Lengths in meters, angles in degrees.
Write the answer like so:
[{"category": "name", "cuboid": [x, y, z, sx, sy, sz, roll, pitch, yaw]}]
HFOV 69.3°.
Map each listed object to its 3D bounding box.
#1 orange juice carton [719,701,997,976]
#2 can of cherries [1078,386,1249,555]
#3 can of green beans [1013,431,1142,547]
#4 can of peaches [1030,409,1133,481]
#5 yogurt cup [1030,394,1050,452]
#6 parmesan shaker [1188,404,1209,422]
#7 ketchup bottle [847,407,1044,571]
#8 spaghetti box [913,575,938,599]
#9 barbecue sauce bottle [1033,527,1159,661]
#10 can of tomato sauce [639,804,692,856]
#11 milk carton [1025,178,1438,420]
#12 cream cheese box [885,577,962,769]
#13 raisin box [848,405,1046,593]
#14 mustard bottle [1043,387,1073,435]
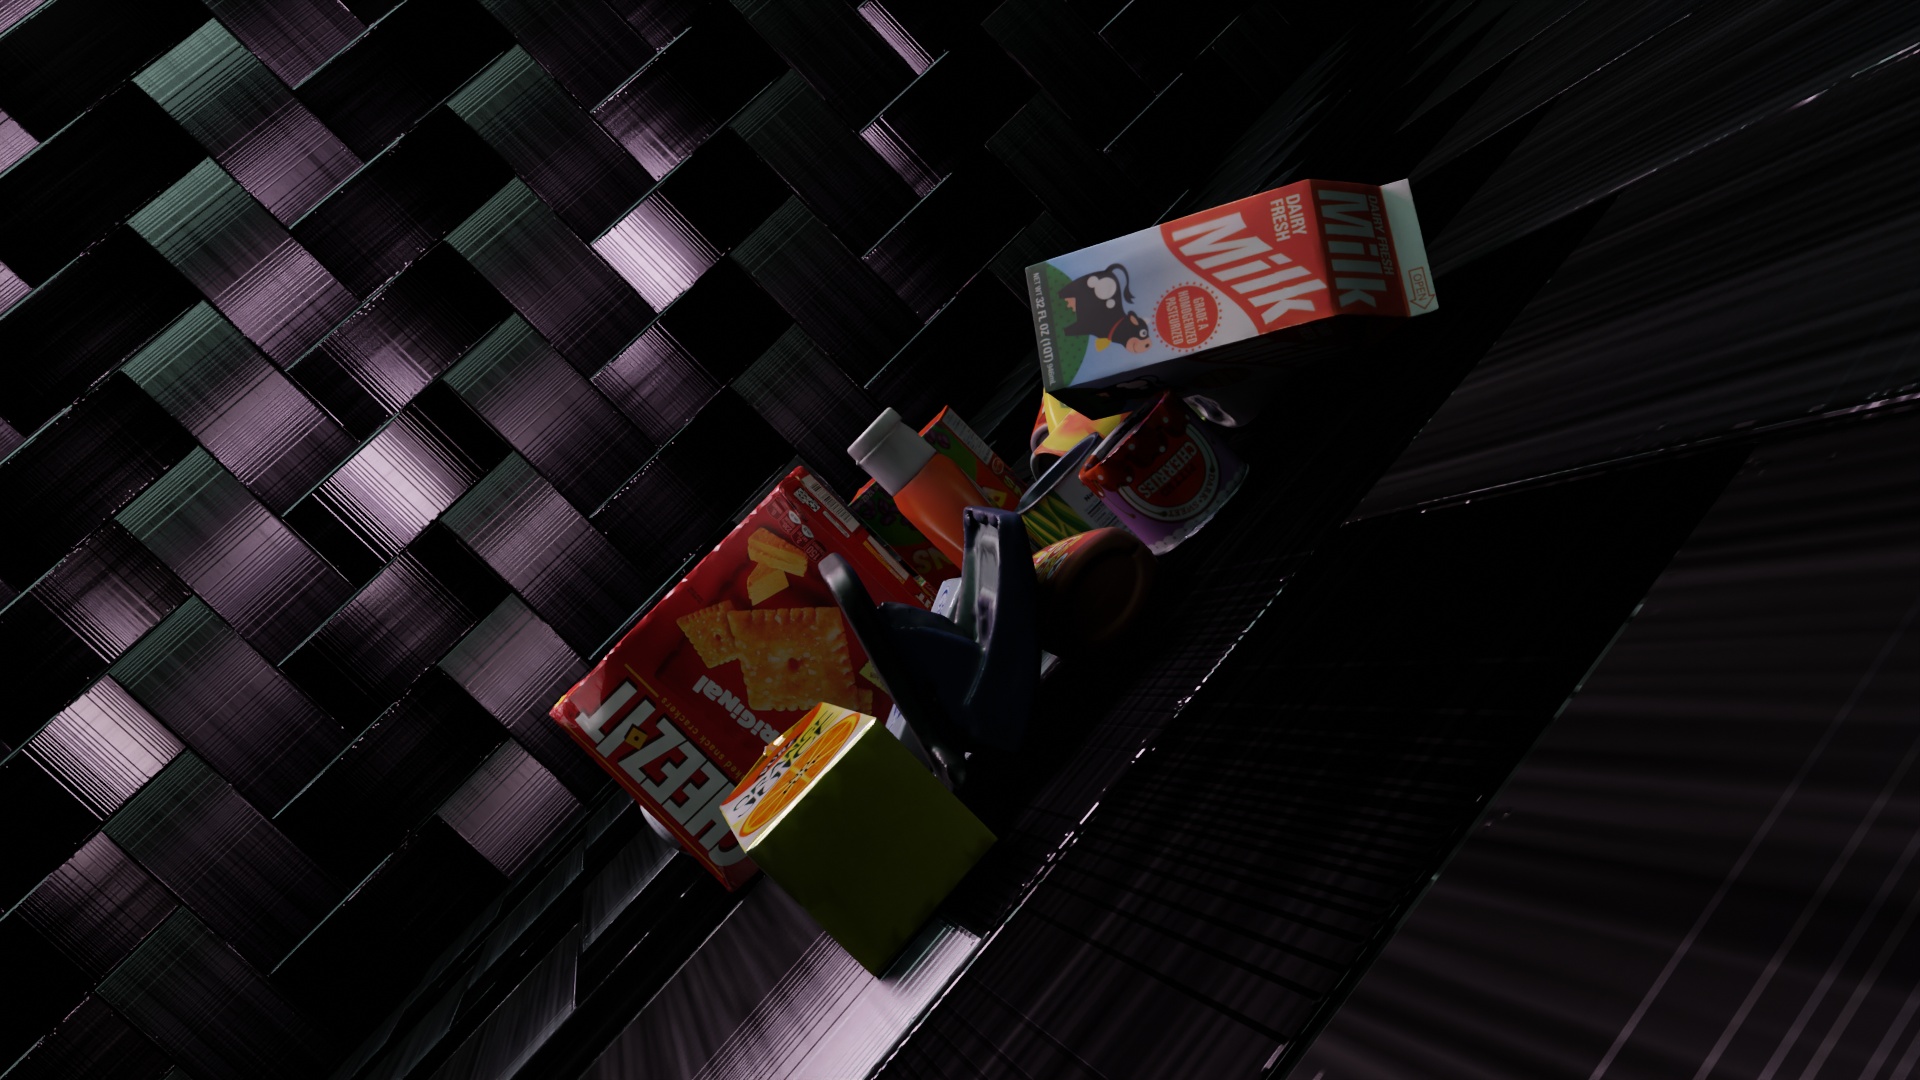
[{"category": "orange juice carton", "cuboid": [-0.055, 0.124, 0.623, 0.073, 0.072, 0.192, -46, 7, -13]}, {"category": "can of cherries", "cuboid": [0.103, -0.035, 0.702, 0.071, 0.058, 0.071, -44, 6, 6]}, {"category": "can of green beans", "cuboid": [0.073, -0.018, 0.778, 0.071, 0.058, 0.071, -44, 6, 6]}, {"category": "can of peaches", "cuboid": [0.088, -0.051, 0.871, 0.058, 0.071, 0.071, -47, 7, -23]}, {"category": "yogurt cup", "cuboid": [0.089, -0.087, 1.102, 0.072, 0.072, 0.054, -39, 17, 46]}, {"category": "parmesan shaker", "cuboid": [0.135, -0.105, 0.919, 0.071, 0.071, 0.103, -45, 7, 1]}, {"category": "ketchup bottle", "cuboid": [0.000, -0.013, 0.802, 0.043, 0.149, 0.065, -47, 6, -1]}, {"category": "spaghetti box", "cuboid": [-0.038, 0.056, 1.051, 0.029, 0.050, 0.249, -48, 7, -13]}, {"category": "barbecue sauce bottle", "cuboid": [0.052, 0.026, 0.697, 0.065, 0.043, 0.148, -53, 7, -7]}, {"category": "can of tomato sauce", "cuboid": [-0.203, 0.200, 1.109, 0.083, 0.071, 0.071, -45, 6, 1]}, {"category": "milk carton", "cuboid": [0.137, -0.122, 0.702, 0.190, 0.072, 0.073, -14, -13, 23]}, {"category": "cream cheese box", "cuboid": [-0.013, 0.071, 0.752, 0.053, 0.024, 0.104, 164, 129, -77]}, {"category": "raisin box", "cuboid": [0.003, -0.011, 0.884, 0.086, 0.123, 0.040, -43, 8, 18]}, {"category": "mustard bottle", "cuboid": [0.094, -0.081, 1.003, 0.065, 0.048, 0.161, -5, 36, 5]}]
